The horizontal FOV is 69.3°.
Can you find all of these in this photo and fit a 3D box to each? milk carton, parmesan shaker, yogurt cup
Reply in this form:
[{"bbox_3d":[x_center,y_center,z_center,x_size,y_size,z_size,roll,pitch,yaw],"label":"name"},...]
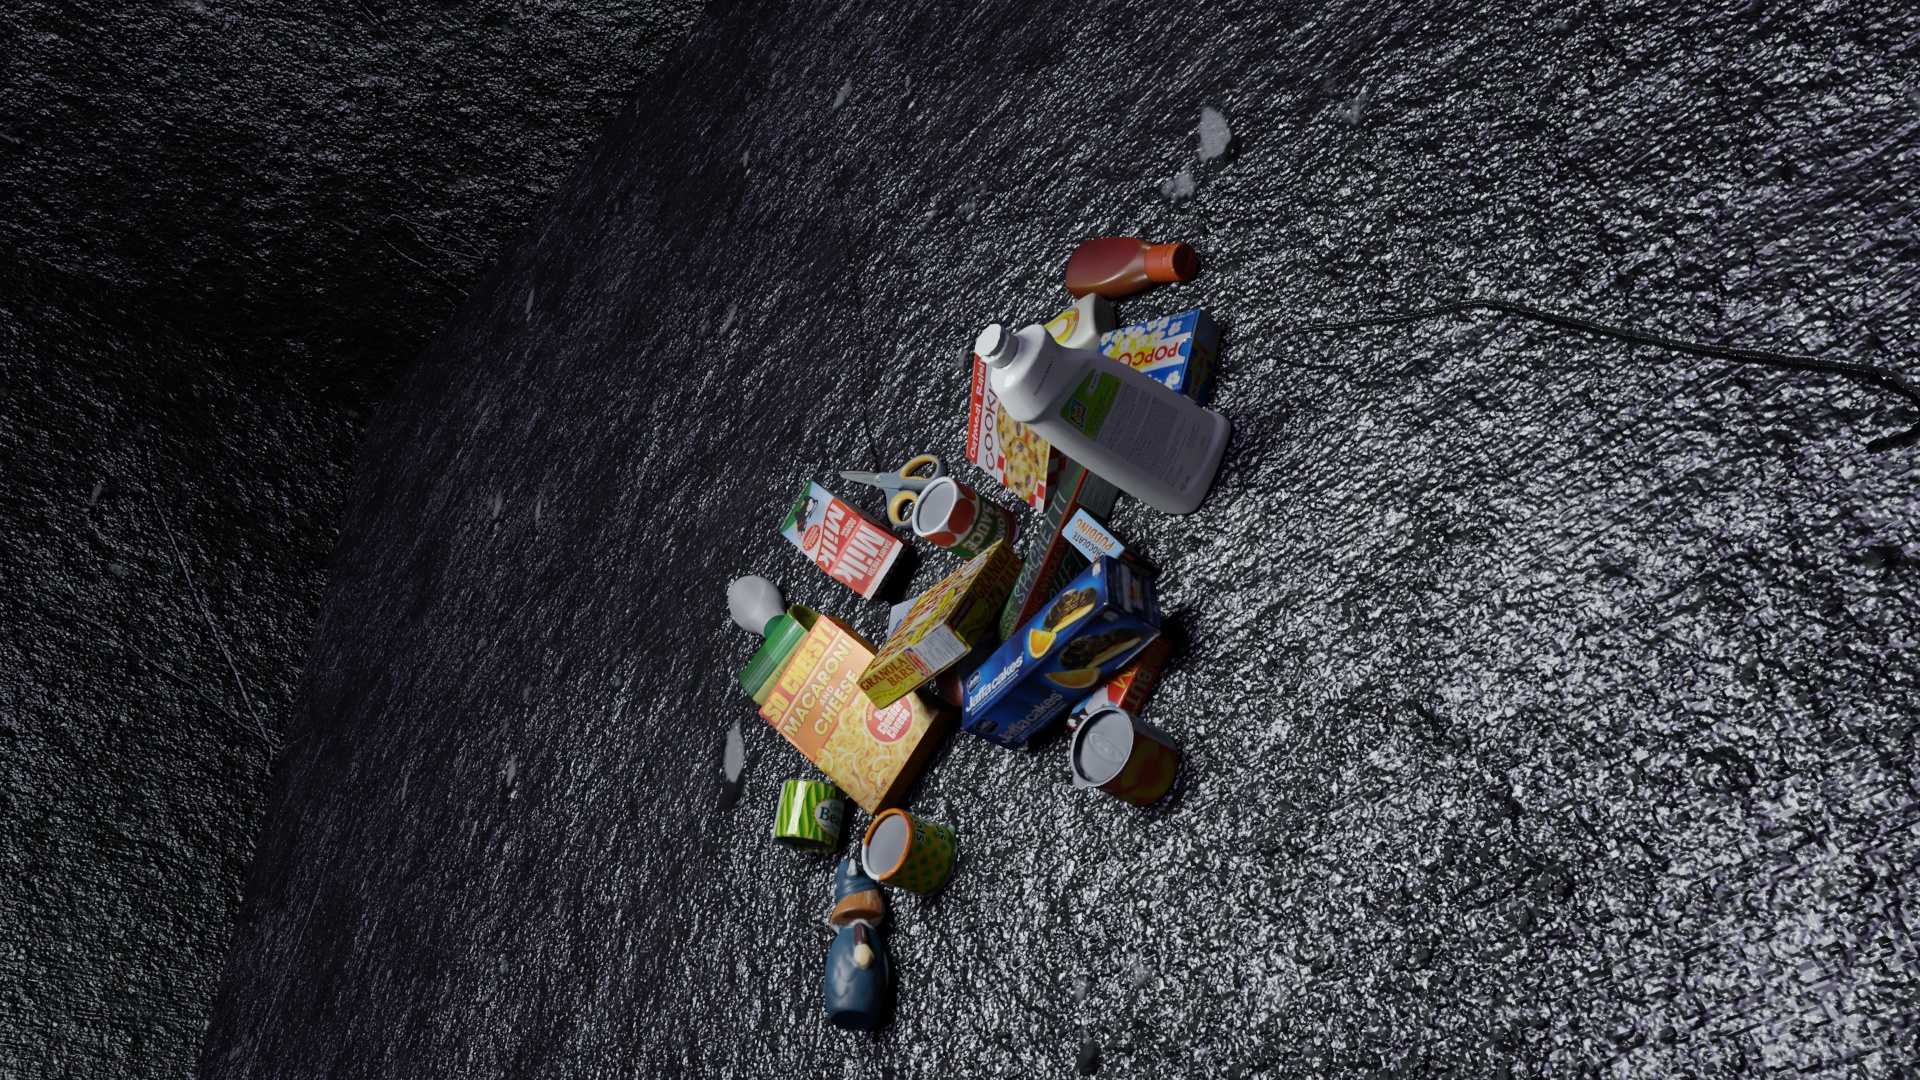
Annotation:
[{"bbox_3d":[-0.122,0.003,1.531,0.072,0.073,0.191,-59,35,2],"label":"milk carton"},{"bbox_3d":[-0.191,0.129,1.529,0.103,0.071,0.071,-51,35,14],"label":"parmesan shaker"},{"bbox_3d":[0.013,0.125,1.281,0.054,0.072,0.072,-17,53,55],"label":"yogurt cup"}]

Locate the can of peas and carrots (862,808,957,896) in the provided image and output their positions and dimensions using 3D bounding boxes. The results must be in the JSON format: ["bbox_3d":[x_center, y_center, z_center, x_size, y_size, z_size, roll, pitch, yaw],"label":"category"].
[{"bbox_3d":[-0.045,0.278,1.247,0.070,0.058,0.071,-30,45,36],"label":"can of peas and carrots"}]

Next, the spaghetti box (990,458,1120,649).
[{"bbox_3d":[0.100,-0.005,1.275,0.028,0.050,0.250,13,76,57],"label":"spaghetti box"}]

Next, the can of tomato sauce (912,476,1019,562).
[{"bbox_3d":[0.005,-0.017,1.374,0.071,0.083,0.071,-32,44,36],"label":"can of tomato sauce"}]

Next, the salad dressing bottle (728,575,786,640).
[{"bbox_3d":[-0.227,0.089,1.629,0.064,0.044,0.148,-56,36,3],"label":"salad dressing bottle"}]

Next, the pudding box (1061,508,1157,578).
[{"bbox_3d":[0.131,0.009,1.225,0.030,0.049,0.084,-54,35,8],"label":"pudding box"}]

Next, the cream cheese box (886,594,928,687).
[{"bbox_3d":[-0.052,0.111,1.408,0.053,0.024,0.104,-24,49,43],"label":"cream cheese box"}]

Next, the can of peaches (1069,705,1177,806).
[{"bbox_3d":[0.129,0.173,1.103,0.071,0.058,0.071,-30,45,36],"label":"can of peaches"}]

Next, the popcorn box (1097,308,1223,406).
[{"bbox_3d":[0.178,-0.160,1.298,0.126,0.038,0.085,-7,59,50],"label":"popcorn box"}]

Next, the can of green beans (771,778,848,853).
[{"bbox_3d":[-0.150,0.274,1.378,0.071,0.071,0.058,-19,53,44],"label":"can of green beans"}]

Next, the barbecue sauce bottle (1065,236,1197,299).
[{"bbox_3d":[0.170,-0.273,1.384,0.148,0.043,0.065,9,70,53],"label":"barbecue sauce bottle"}]

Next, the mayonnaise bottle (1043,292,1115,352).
[{"bbox_3d":[0.092,-0.195,1.428,0.147,0.041,0.065,-27,47,38],"label":"mayonnaise bottle"}]

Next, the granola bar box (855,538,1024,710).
[{"bbox_3d":[-0.016,0.078,1.302,0.123,0.039,0.166,-36,9,32],"label":"granola bar box"}]

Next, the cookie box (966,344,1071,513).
[{"bbox_3d":[0.063,-0.114,1.363,0.168,0.040,0.122,40,130,55],"label":"cookie box"}]

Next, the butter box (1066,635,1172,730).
[{"bbox_3d":[0.133,0.120,1.165,0.053,0.024,0.103,22,83,56],"label":"butter box"}]

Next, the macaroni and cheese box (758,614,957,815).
[{"bbox_3d":[-0.102,0.169,1.356,0.167,0.040,0.123,36,96,28],"label":"macaroni and cheese box"}]
